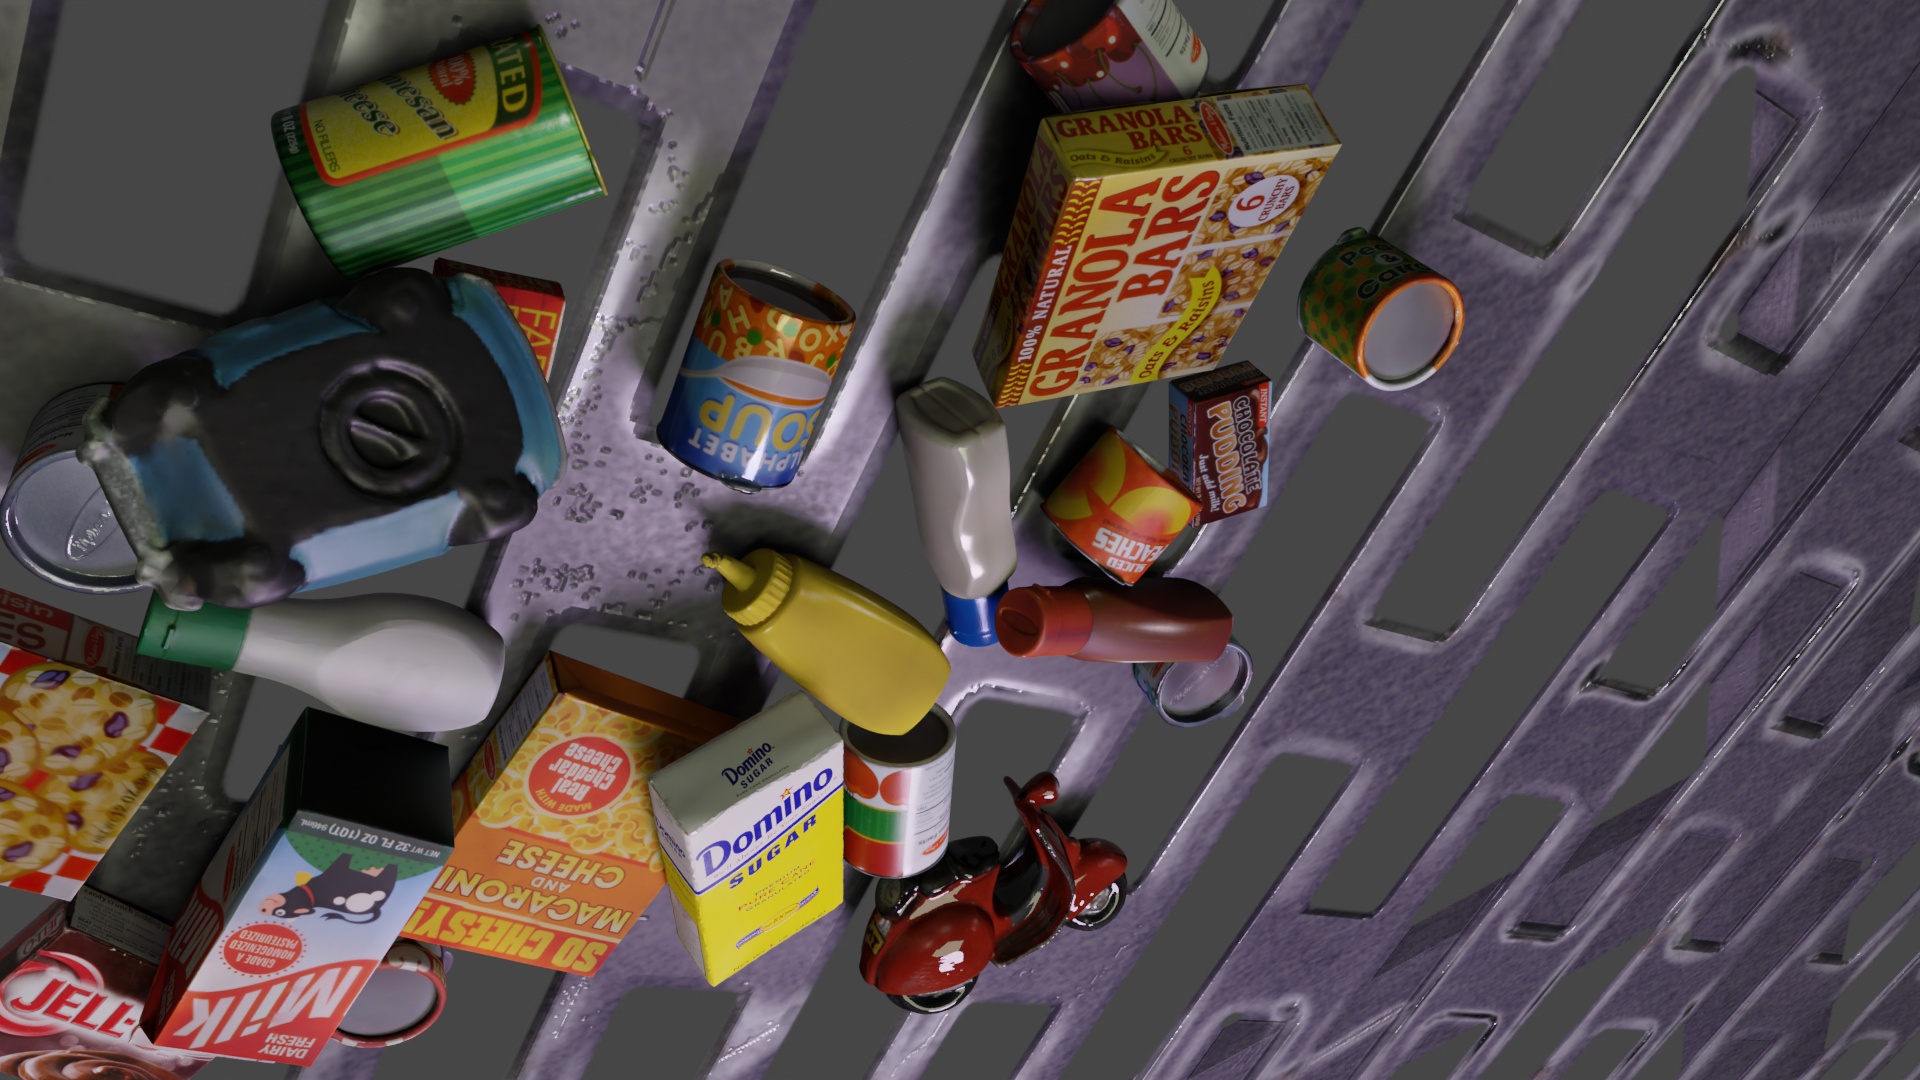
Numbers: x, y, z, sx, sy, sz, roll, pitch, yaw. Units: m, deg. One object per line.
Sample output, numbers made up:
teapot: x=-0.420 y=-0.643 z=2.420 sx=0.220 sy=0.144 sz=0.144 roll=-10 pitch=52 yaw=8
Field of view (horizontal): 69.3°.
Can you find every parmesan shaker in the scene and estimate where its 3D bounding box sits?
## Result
parmesan shaker: x=-0.194 y=-0.144 z=0.524 sx=0.103 sy=0.071 sz=0.071 roll=-22 pitch=128 yaw=-9

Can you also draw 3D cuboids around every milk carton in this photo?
milk carton: x=-0.315 y=0.178 z=0.652 sx=0.072 sy=0.074 sz=0.190 roll=26 pitch=109 yaw=-34

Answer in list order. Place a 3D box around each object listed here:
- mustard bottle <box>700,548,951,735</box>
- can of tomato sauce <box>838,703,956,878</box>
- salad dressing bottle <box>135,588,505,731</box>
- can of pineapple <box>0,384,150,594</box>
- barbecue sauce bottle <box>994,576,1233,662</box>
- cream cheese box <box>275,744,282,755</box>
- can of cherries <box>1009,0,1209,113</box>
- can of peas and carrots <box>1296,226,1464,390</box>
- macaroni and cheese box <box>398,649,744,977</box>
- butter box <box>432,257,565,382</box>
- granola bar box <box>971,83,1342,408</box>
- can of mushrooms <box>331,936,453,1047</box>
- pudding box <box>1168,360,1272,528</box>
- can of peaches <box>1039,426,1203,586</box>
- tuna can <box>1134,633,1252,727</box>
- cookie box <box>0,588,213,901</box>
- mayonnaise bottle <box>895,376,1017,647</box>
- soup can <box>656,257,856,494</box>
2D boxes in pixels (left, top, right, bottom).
mustard bottle: x=-0.074 y=0.043 z=0.717 sx=0.160 sy=0.049 sz=0.065 roll=40 pitch=86 yaw=-36
can of tomato sauce: x=-0.039 y=0.138 z=0.788 sx=0.071 sy=0.071 sz=0.082 roll=-8 pitch=124 yaw=-19
salad dressing bottle: x=-0.287 y=0.048 z=0.630 sx=0.148 sy=0.044 sz=0.064 roll=17 pitch=108 yaw=-31
can of pineapple: x=-0.336 y=-0.020 z=0.552 sx=0.071 sy=0.058 sz=0.070 roll=-12 pitch=126 yaw=-17
barbecue sauce bottle: x=0.082 y=0.043 z=0.757 sx=0.149 sy=0.065 sz=0.043 roll=3 pitch=109 yaw=-45
cream cheese box: x=-0.320 y=0.149 z=0.694 sx=0.053 sy=0.024 sz=0.103 roll=8 pitch=118 yaw=-29
can of cherries: x=0.062 y=-0.210 z=0.600 sx=0.071 sy=0.072 sz=0.058 roll=-45 pitch=128 yaw=9
can of peas and carrots: x=0.222 y=-0.123 z=0.734 sx=0.071 sy=0.059 sz=0.070 roll=-12 pitch=126 yaw=-17
macaroni and cheese box: x=-0.205 y=0.149 z=0.736 sx=0.123 sy=0.040 sz=0.166 roll=28 pitch=107 yaw=-36
butter box: x=-0.208 y=-0.067 z=0.600 sx=0.053 sy=0.024 sz=0.103 roll=7 pitch=119 yaw=-28
granola bar box: x=0.081 y=-0.129 z=0.632 sx=0.124 sy=0.039 sz=0.164 roll=-12 pitch=155 yaw=-17
can of mushrooms: x=-0.312 y=0.241 z=0.754 sx=0.071 sy=0.033 sz=0.070 roll=-12 pitch=125 yaw=-17
pudding box: x=0.142 y=-0.053 z=0.764 sx=0.050 sy=0.030 sz=0.083 roll=-16 pitch=127 yaw=-15
can of peaches: x=0.087 y=-0.017 z=0.736 sx=0.071 sy=0.071 sz=0.058 roll=32 pitch=104 yaw=-37
tuna can: x=0.144 y=0.080 z=0.852 sx=0.071 sy=0.033 sz=0.070 roll=-12 pitch=126 yaw=-17
cookie box: x=-0.431 y=0.076 z=0.586 sx=0.167 sy=0.040 sz=0.122 roll=32 pitch=105 yaw=-37
mayonnaise bottle: x=0.003 y=-0.009 z=0.712 sx=0.041 sy=0.065 sz=0.147 roll=-28 pitch=134 yaw=-20
soup can: x=-0.090 y=-0.073 z=0.618 sx=0.071 sy=0.071 sz=0.083 roll=11 pitch=116 yaw=-30
